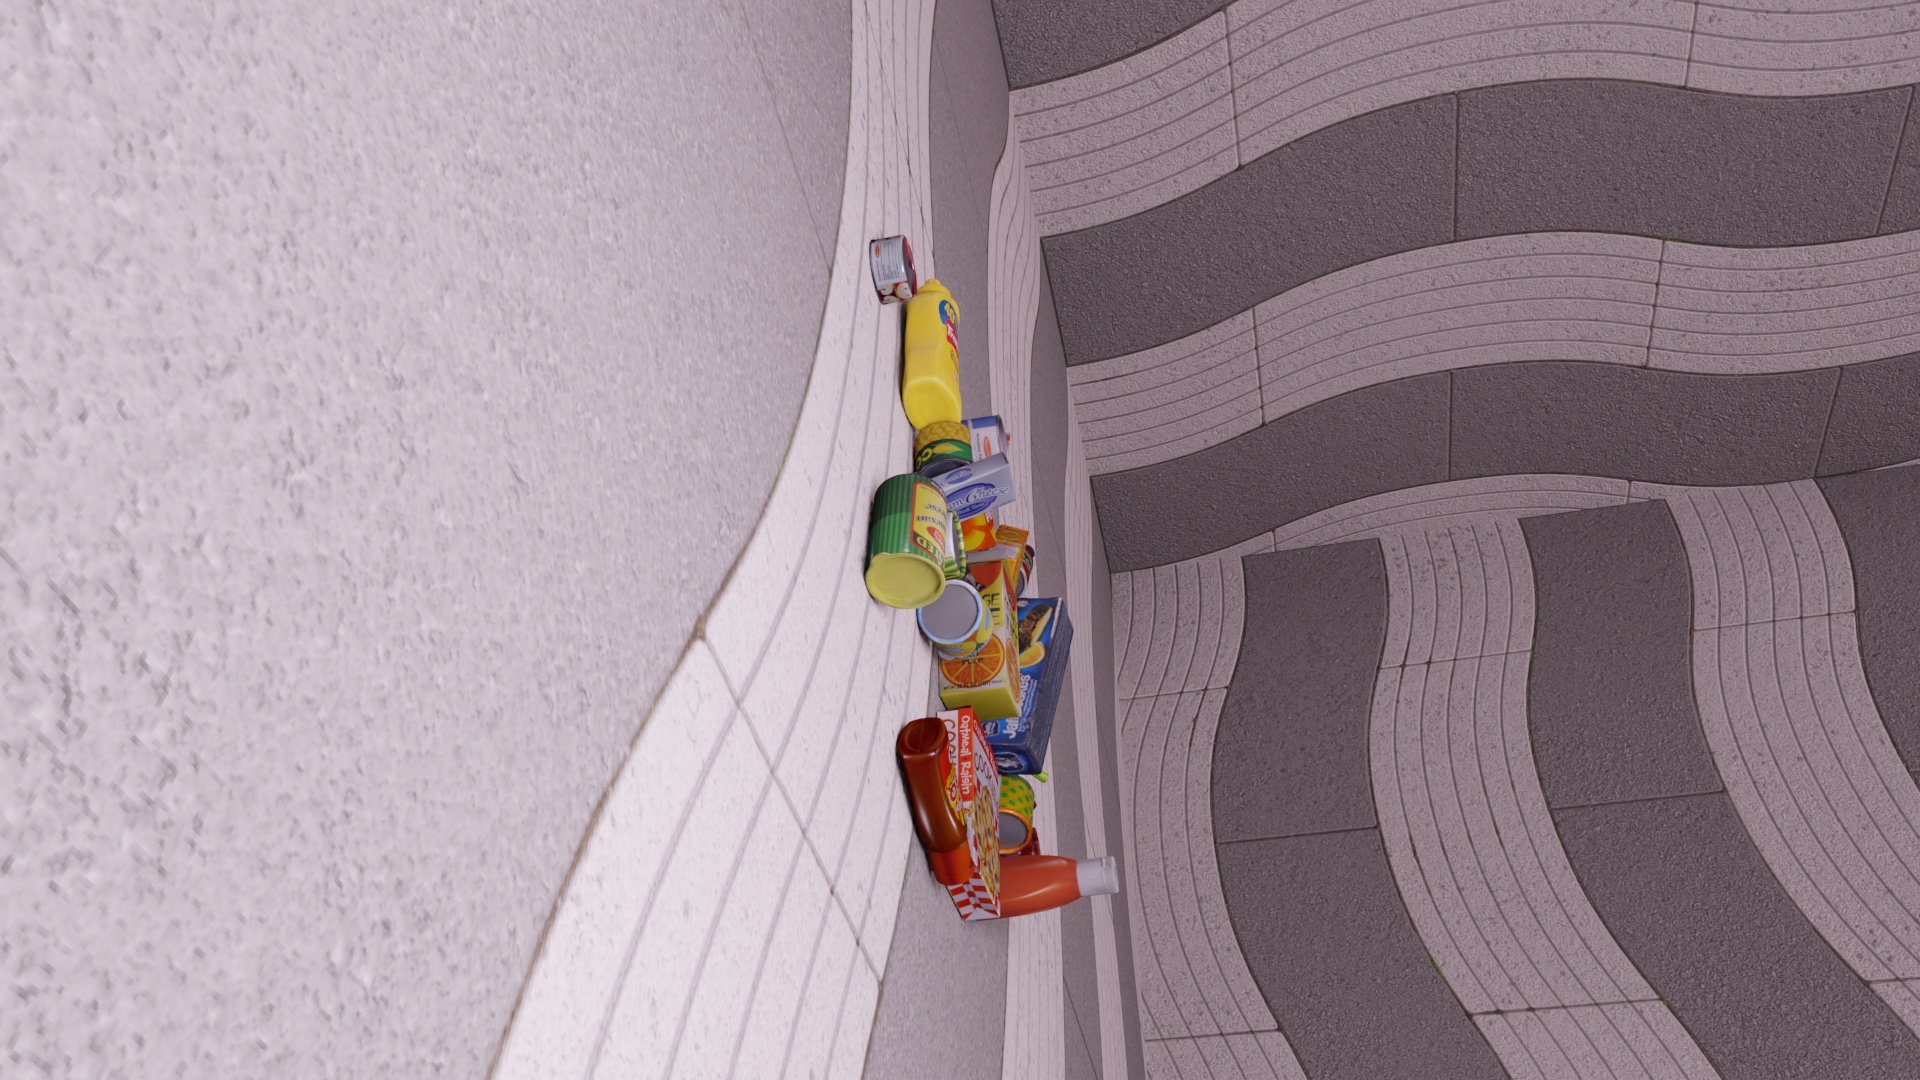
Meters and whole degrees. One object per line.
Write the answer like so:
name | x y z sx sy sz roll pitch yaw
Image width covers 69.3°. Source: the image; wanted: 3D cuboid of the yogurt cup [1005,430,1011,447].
yogurt cup | 0.029 -0.108 1.729 0.072 0.072 0.054 24 67 -79

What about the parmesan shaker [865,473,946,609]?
parmesan shaker | -0.046 -0.002 1.188 0.103 0.071 0.071 -89 167 -46

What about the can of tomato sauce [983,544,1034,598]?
can of tomato sauce | 0.057 0.039 1.744 0.083 0.071 0.071 -68 148 -71

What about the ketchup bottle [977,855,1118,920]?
ketchup bottle | 0.083 0.345 1.402 0.065 0.149 0.043 -84 161 -57

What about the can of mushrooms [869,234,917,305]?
can of mushrooms | -0.066 -0.271 1.394 0.071 0.033 0.071 -11 92 -80

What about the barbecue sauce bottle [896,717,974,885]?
barbecue sauce bottle | -0.019 0.231 1.211 0.065 0.043 0.148 -80 160 -65

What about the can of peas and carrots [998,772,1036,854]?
can of peas and carrots | 0.046 0.290 1.468 0.059 0.071 0.070 -82 161 -57

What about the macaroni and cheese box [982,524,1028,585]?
macaroni and cheese box | 0.042 0.058 1.617 0.167 0.040 0.123 -59 162 -76

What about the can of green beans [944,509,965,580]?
can of green beans | -0.030 0.007 1.298 0.071 0.058 0.071 -10 92 -81

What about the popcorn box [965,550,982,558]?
popcorn box | 0.005 -0.030 1.589 0.127 0.038 0.085 -46 127 -78

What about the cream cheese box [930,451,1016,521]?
cream cheese box | 0.003 -0.047 1.399 0.024 0.104 0.053 -116 -173 -45

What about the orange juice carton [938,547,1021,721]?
orange juice carton | 0.019 0.091 1.469 0.072 0.072 0.193 67 18 -53

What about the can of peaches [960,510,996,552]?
can of peaches | 0.005 -0.019 1.487 0.071 0.071 0.058 -31 114 -80

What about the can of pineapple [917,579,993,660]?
can of pineapple | -0.005 0.078 1.360 0.057 0.071 0.071 56 27 -68

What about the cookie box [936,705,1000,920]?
cookie box | 0.009 0.265 1.356 0.122 0.040 0.168 71 15 -48

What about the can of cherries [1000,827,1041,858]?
can of cherries | 0.056 0.345 1.510 0.071 0.058 0.071 -10 92 -81

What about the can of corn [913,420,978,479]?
can of corn | -0.017 -0.081 1.432 0.070 0.071 0.058 71 10 -48

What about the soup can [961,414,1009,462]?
soup can | 0.007 -0.100 1.529 0.071 0.084 0.071 -10 92 -81
